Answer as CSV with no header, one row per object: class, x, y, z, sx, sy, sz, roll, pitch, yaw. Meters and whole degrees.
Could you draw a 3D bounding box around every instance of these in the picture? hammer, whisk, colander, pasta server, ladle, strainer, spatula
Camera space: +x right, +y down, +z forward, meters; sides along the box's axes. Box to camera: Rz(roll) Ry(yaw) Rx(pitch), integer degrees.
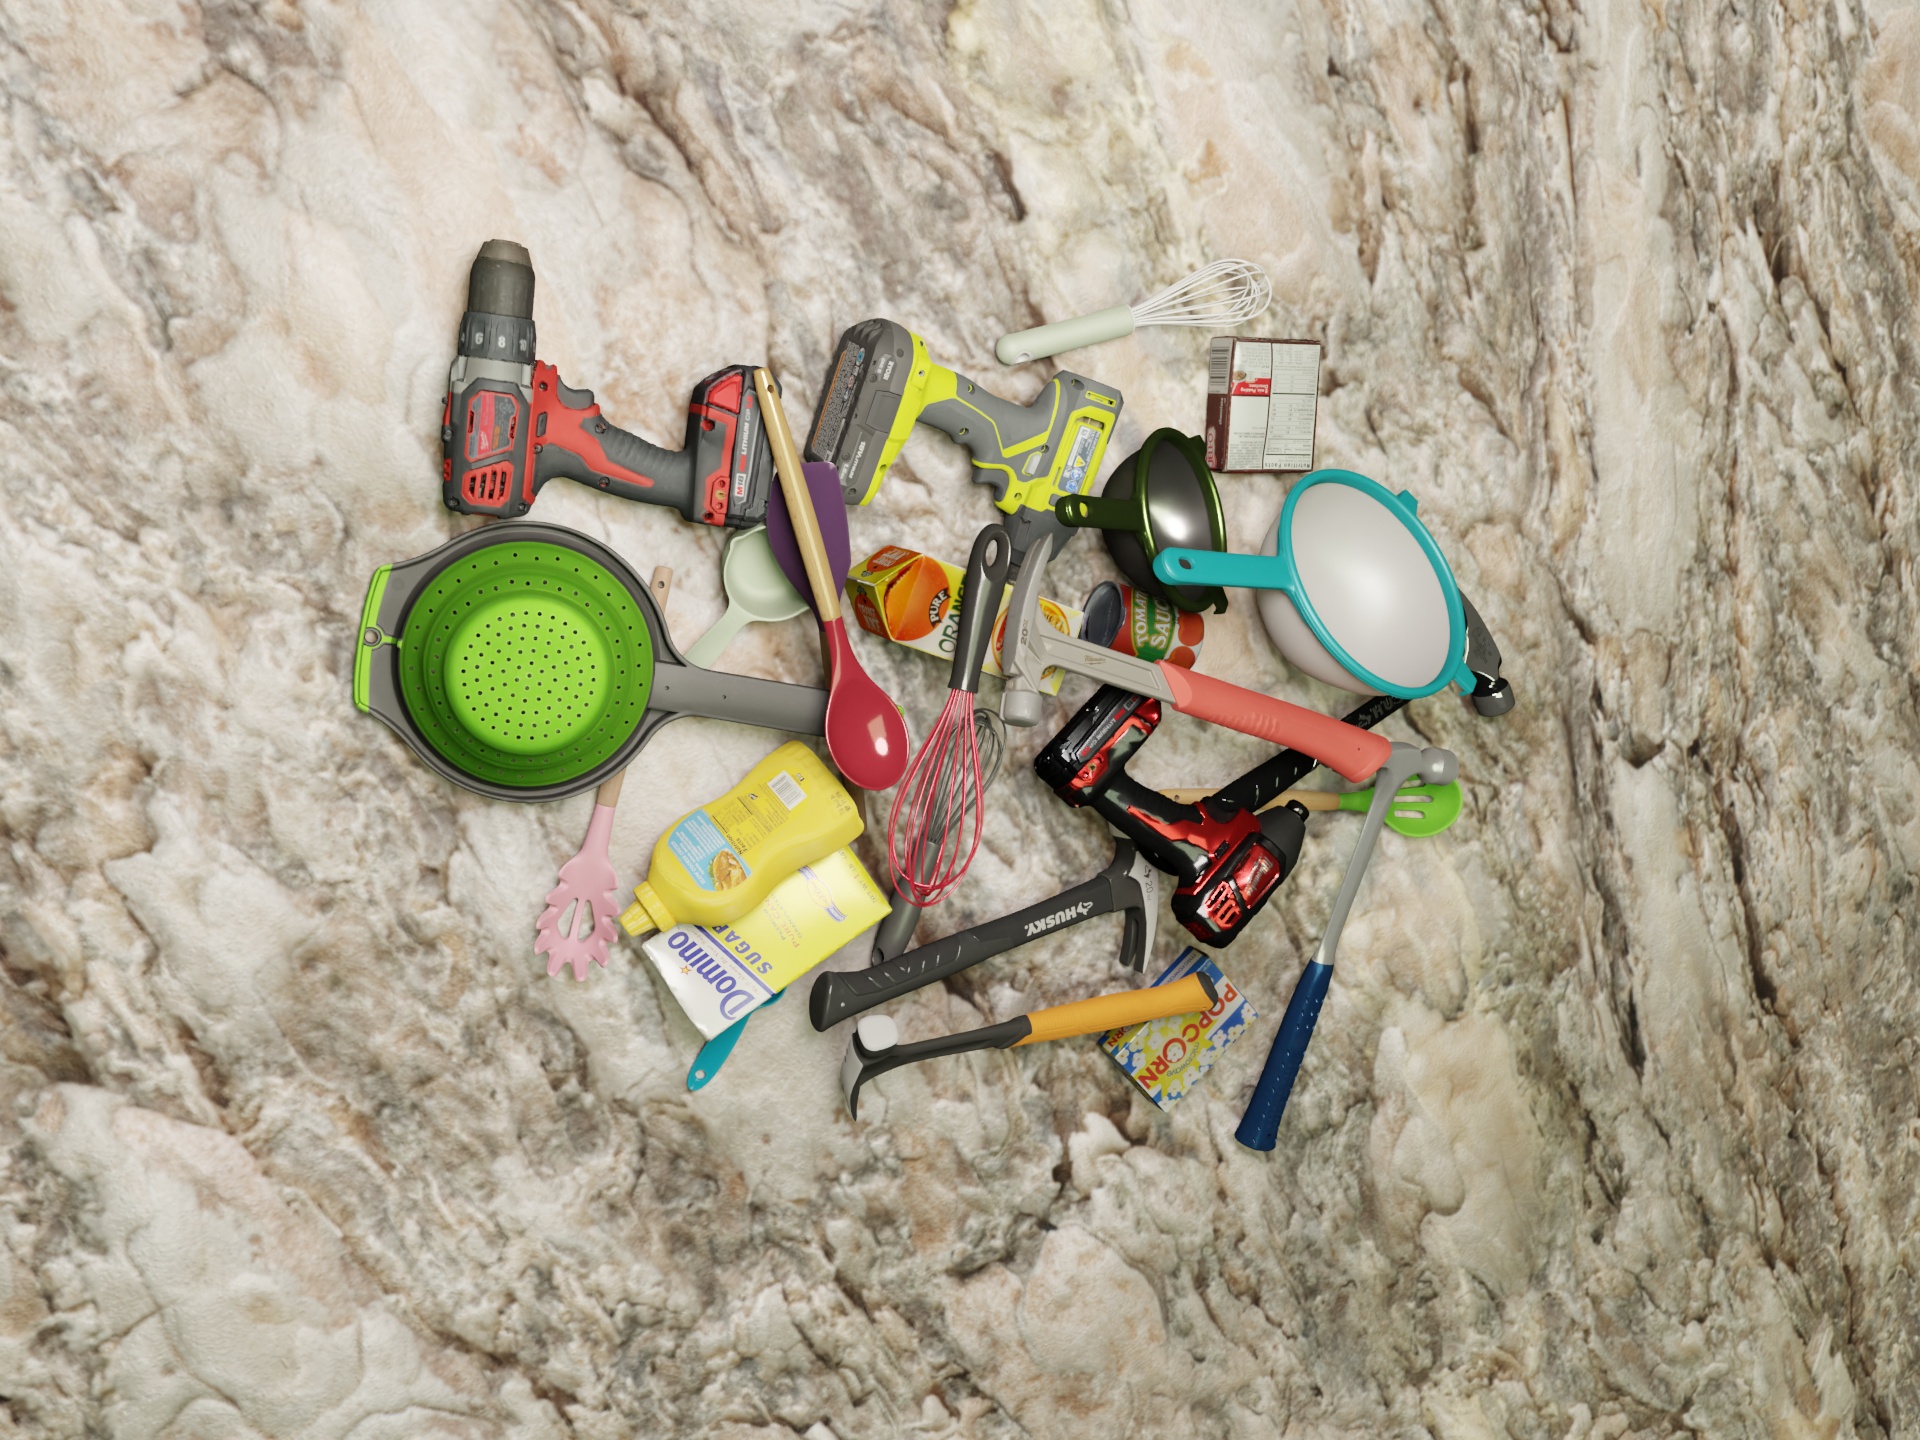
hammer,0.026,0.187,1.323,0.334,0.035,0.146,-18,108,-27
hammer,0.324,0.017,1.415,0.409,0.036,0.149,-31,108,-19
hammer,0.197,-0.027,1.275,0.358,0.037,0.149,16,75,-24
hammer,0.328,0.208,1.444,0.144,0.035,0.405,7,107,-33
whisk,-0.002,-0.004,1.204,0.073,0.073,0.296,11,91,-24
colander,-0.224,-0.023,1.133,0.397,0.094,0.204,10,95,-16
pasta server,-0.259,0.039,1.193,0.060,0.040,0.316,14,95,-15
whisk,0.141,-0.326,1.281,0.246,0.057,0.059,-18,74,-15
ladle,-0.100,-0.098,1.146,0.069,0.031,0.315,-26,109,-34
hammer,0.063,0.262,1.338,0.336,0.034,0.127,-7,144,-21
strainer,0.126,-0.154,1.249,0.256,0.069,0.151,-6,88,-55
spatula,-0.100,-0.047,1.216,0.060,0.018,0.315,-6,119,2
whisk,-0.021,0.101,1.302,0.055,0.055,0.239,19,98,-25
strainer,0.271,-0.102,1.321,0.340,0.095,0.211,1,68,-34

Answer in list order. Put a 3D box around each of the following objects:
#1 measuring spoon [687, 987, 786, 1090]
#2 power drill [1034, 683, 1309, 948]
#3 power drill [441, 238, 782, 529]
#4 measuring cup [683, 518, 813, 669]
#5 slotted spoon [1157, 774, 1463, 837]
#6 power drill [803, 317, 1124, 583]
measuring spoon,-0.184,0.243,1.284,0.042,0.021,0.128,32,97,-13
power drill,0.181,0.066,1.313,0.219,0.078,0.143,44,76,-1
power drill,-0.246,-0.228,1.121,0.226,0.080,0.188,4,100,-20
measuring cup,-0.174,-0.084,1.208,0.083,0.038,0.167,38,100,-27
slotted spoon,0.320,0.071,1.449,0.313,0.031,0.070,2,92,-21
power drill,0.003,-0.205,1.226,0.223,0.080,0.171,13,106,-28
